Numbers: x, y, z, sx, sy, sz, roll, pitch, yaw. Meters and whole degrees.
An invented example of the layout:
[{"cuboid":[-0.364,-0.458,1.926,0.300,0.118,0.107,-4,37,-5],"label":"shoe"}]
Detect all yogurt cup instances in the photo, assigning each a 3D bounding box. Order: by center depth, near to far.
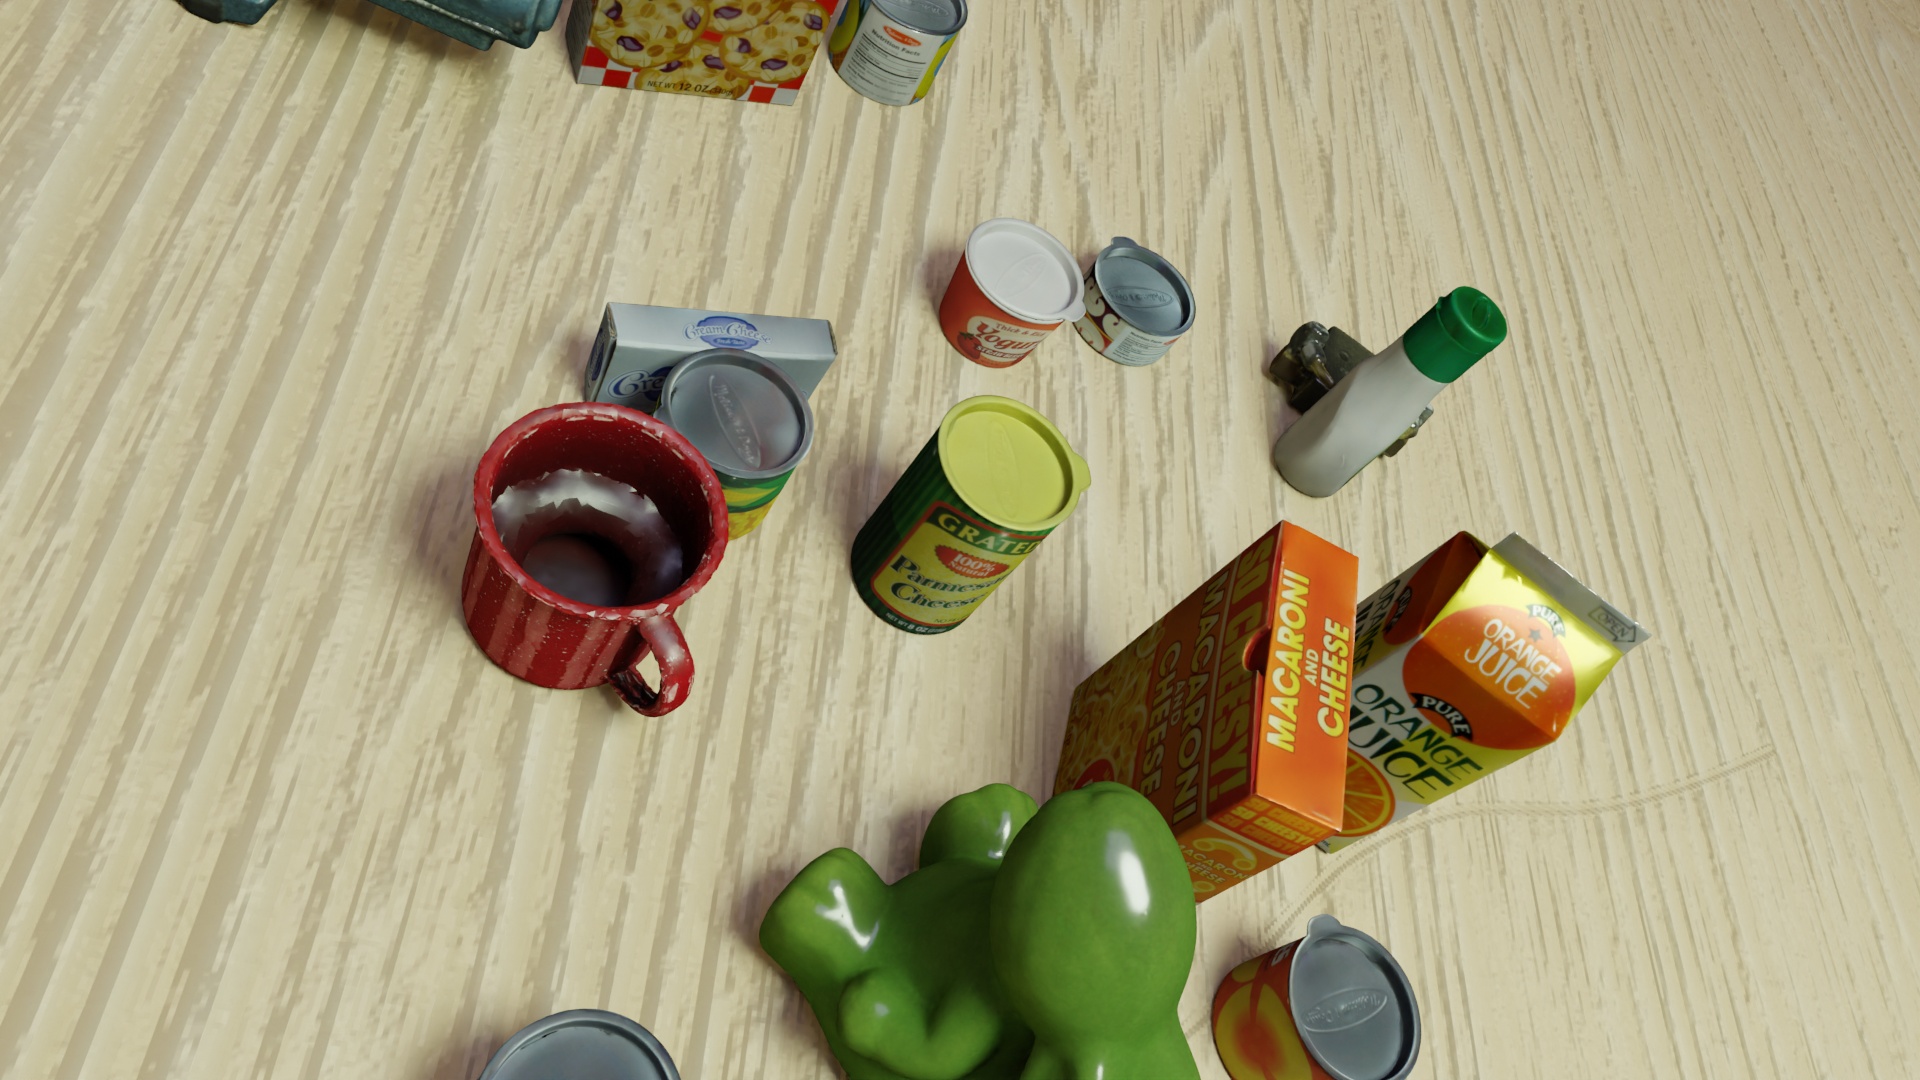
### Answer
[{"cuboid":[0.024,-0.128,0.735,0.072,0.053,0.073,14,55,-20],"label":"yogurt cup"}]

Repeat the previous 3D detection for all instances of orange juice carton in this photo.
[{"cuboid":[0.206,0.063,0.621,0.072,0.191,0.073,39,50,-2],"label":"orange juice carton"}]

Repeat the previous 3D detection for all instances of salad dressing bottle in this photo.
[{"cuboid":[0.231,-0.079,0.755,0.044,0.147,0.064,36,50,-4],"label":"salad dressing bottle"}]

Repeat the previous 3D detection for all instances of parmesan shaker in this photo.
[{"cuboid":[0.002,-0.008,0.614,0.071,0.102,0.071,14,55,-21],"label":"parmesan shaker"}]

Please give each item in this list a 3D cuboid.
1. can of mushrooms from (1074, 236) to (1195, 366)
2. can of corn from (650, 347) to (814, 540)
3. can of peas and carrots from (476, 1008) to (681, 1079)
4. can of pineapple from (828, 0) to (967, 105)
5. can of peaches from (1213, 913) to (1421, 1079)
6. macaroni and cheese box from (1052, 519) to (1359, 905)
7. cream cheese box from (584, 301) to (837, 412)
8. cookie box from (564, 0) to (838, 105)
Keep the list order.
[{"cuboid":[0.097,-0.136,0.793,0.071,0.033,0.071,14,55,-20],"label":"can of mushrooms"},{"cuboid":[-0.107,-0.040,0.605,0.071,0.058,0.071,14,55,-21],"label":"can of corn"},{"cuboid":[-0.126,0.192,0.444,0.071,0.058,0.071,14,55,-21],"label":"can of peas and carrots"},{"cuboid":[-0.037,-0.298,0.809,0.071,0.057,0.071,14,55,-21],"label":"can of pineapple"},{"cuboid":[0.149,0.201,0.588,0.071,0.057,0.071,14,55,-21],"label":"can of peaches"},{"cuboid":[0.090,0.084,0.561,0.040,0.165,0.124,26,52,-12],"label":"macaroni and cheese box"},{"cuboid":[-0.114,-0.080,0.630,0.104,0.053,0.024,0,61,-28],"label":"cream cheese box"},{"cuboid":[-0.117,-0.294,0.692,0.123,0.166,0.040,-4,63,-30],"label":"cookie box"}]
